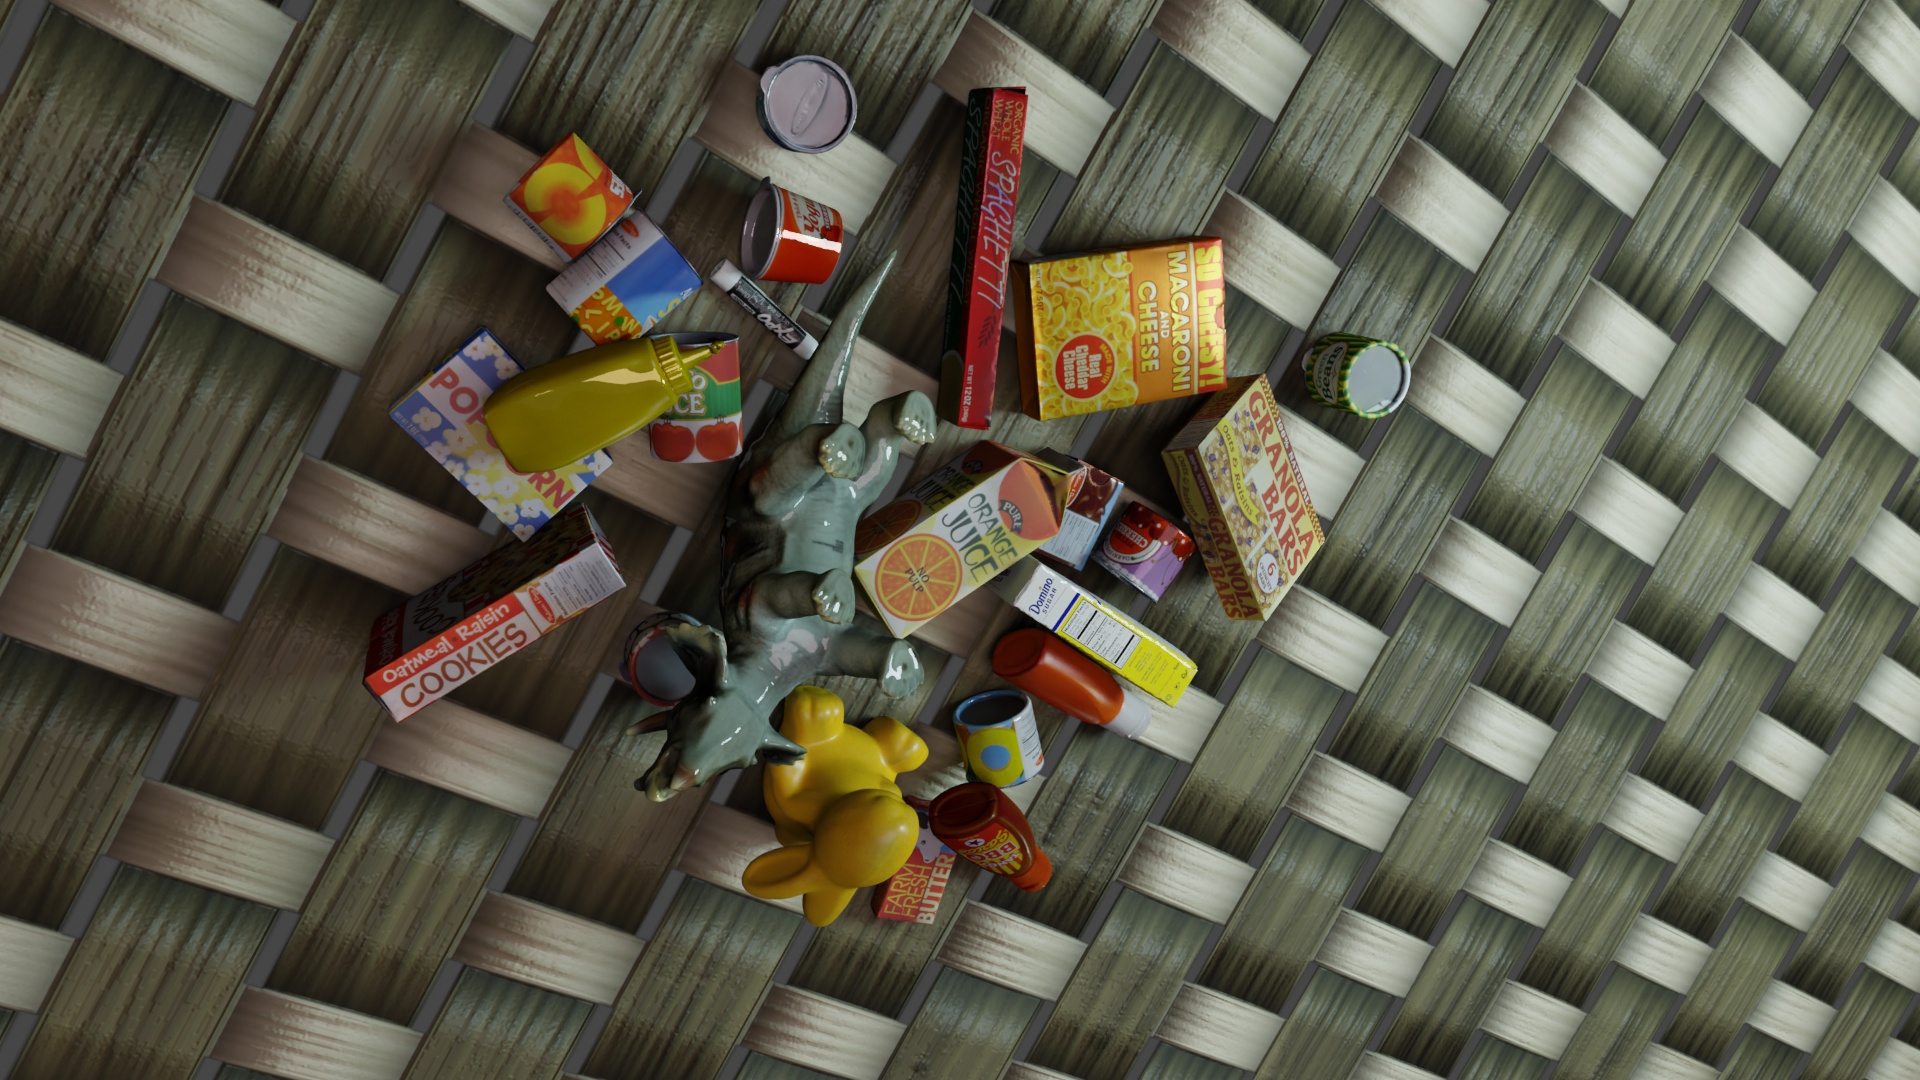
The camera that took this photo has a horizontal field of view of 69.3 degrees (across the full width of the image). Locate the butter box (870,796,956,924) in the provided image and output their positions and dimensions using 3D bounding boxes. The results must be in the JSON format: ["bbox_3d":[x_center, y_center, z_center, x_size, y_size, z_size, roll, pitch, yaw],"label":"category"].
[{"bbox_3d":[-0.034,0.268,1.158,0.053,0.024,0.103,15,99,-24],"label":"butter box"}]

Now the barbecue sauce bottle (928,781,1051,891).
[{"bbox_3d":[0.032,0.247,1.140,0.065,0.044,0.148,-19,141,17],"label":"barbecue sauce bottle"}]

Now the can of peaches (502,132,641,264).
[{"bbox_3d":[-0.257,-0.228,0.918,0.071,0.071,0.058,-47,114,-3],"label":"can of peaches"}]

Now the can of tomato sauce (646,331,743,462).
[{"bbox_3d":[-0.189,-0.101,0.976,0.071,0.071,0.082,-6,107,-19],"label":"can of tomato sauce"}]

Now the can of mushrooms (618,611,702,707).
[{"bbox_3d":[-0.218,0.090,1.037,0.071,0.033,0.070,-6,107,-20],"label":"can of mushrooms"}]

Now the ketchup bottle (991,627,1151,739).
[{"bbox_3d":[0.097,0.122,1.150,0.148,0.064,0.044,33,60,-32],"label":"ketchup bottle"}]

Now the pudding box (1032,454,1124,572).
[{"bbox_3d":[0.091,-0.022,1.124,0.049,0.030,0.083,24,95,-23],"label":"pudding box"}]

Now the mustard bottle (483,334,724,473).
[{"bbox_3d":[-0.229,-0.098,0.915,0.160,0.049,0.065,-22,121,-2],"label":"mustard bottle"}]

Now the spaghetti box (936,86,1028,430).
[{"bbox_3d":[0.015,-0.209,1.034,0.029,0.050,0.249,1,104,-22],"label":"spaghetti box"}]

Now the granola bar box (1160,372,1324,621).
[{"bbox_3d":[0.234,-0.036,1.140,0.125,0.039,0.165,-44,119,-38],"label":"granola bar box"}]

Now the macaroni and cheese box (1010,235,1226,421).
[{"bbox_3d":[0.128,-0.168,1.092,0.167,0.040,0.123,-11,109,-17],"label":"macaroni and cheese box"}]

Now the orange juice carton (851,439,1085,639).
[{"bbox_3d":[0.004,-0.013,1.070,0.193,0.072,0.073,-34,114,-9],"label":"orange juice carton"}]

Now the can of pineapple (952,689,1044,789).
[{"bbox_3d":[0.029,0.162,1.131,0.071,0.071,0.057,-18,109,-15],"label":"can of pineapple"}]

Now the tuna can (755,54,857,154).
[{"bbox_3d":[-0.110,-0.305,0.970,0.071,0.033,0.071,-6,106,-19],"label":"tuna can"}]

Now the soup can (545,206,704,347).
[{"bbox_3d":[-0.226,-0.172,0.945,0.084,0.071,0.071,-42,114,-5],"label":"soup can"}]

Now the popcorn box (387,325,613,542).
[{"bbox_3d":[-0.314,-0.073,0.953,0.085,0.038,0.126,-43,114,-6],"label":"popcorn box"}]

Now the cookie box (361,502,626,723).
[{"bbox_3d":[-0.315,0.043,0.938,0.168,0.123,0.040,-31,112,-10],"label":"cookie box"}]

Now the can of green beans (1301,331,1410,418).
[{"bbox_3d":[0.333,-0.139,1.167,0.071,0.058,0.071,-5,106,-19],"label":"can of green beans"}]

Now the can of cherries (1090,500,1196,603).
[{"bbox_3d":[0.149,0.008,1.132,0.071,0.071,0.058,37,90,-25],"label":"can of cherries"}]

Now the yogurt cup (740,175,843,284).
[{"bbox_3d":[-0.118,-0.212,0.977,0.054,0.072,0.072,7,102,-30],"label":"yogurt cup"}]
